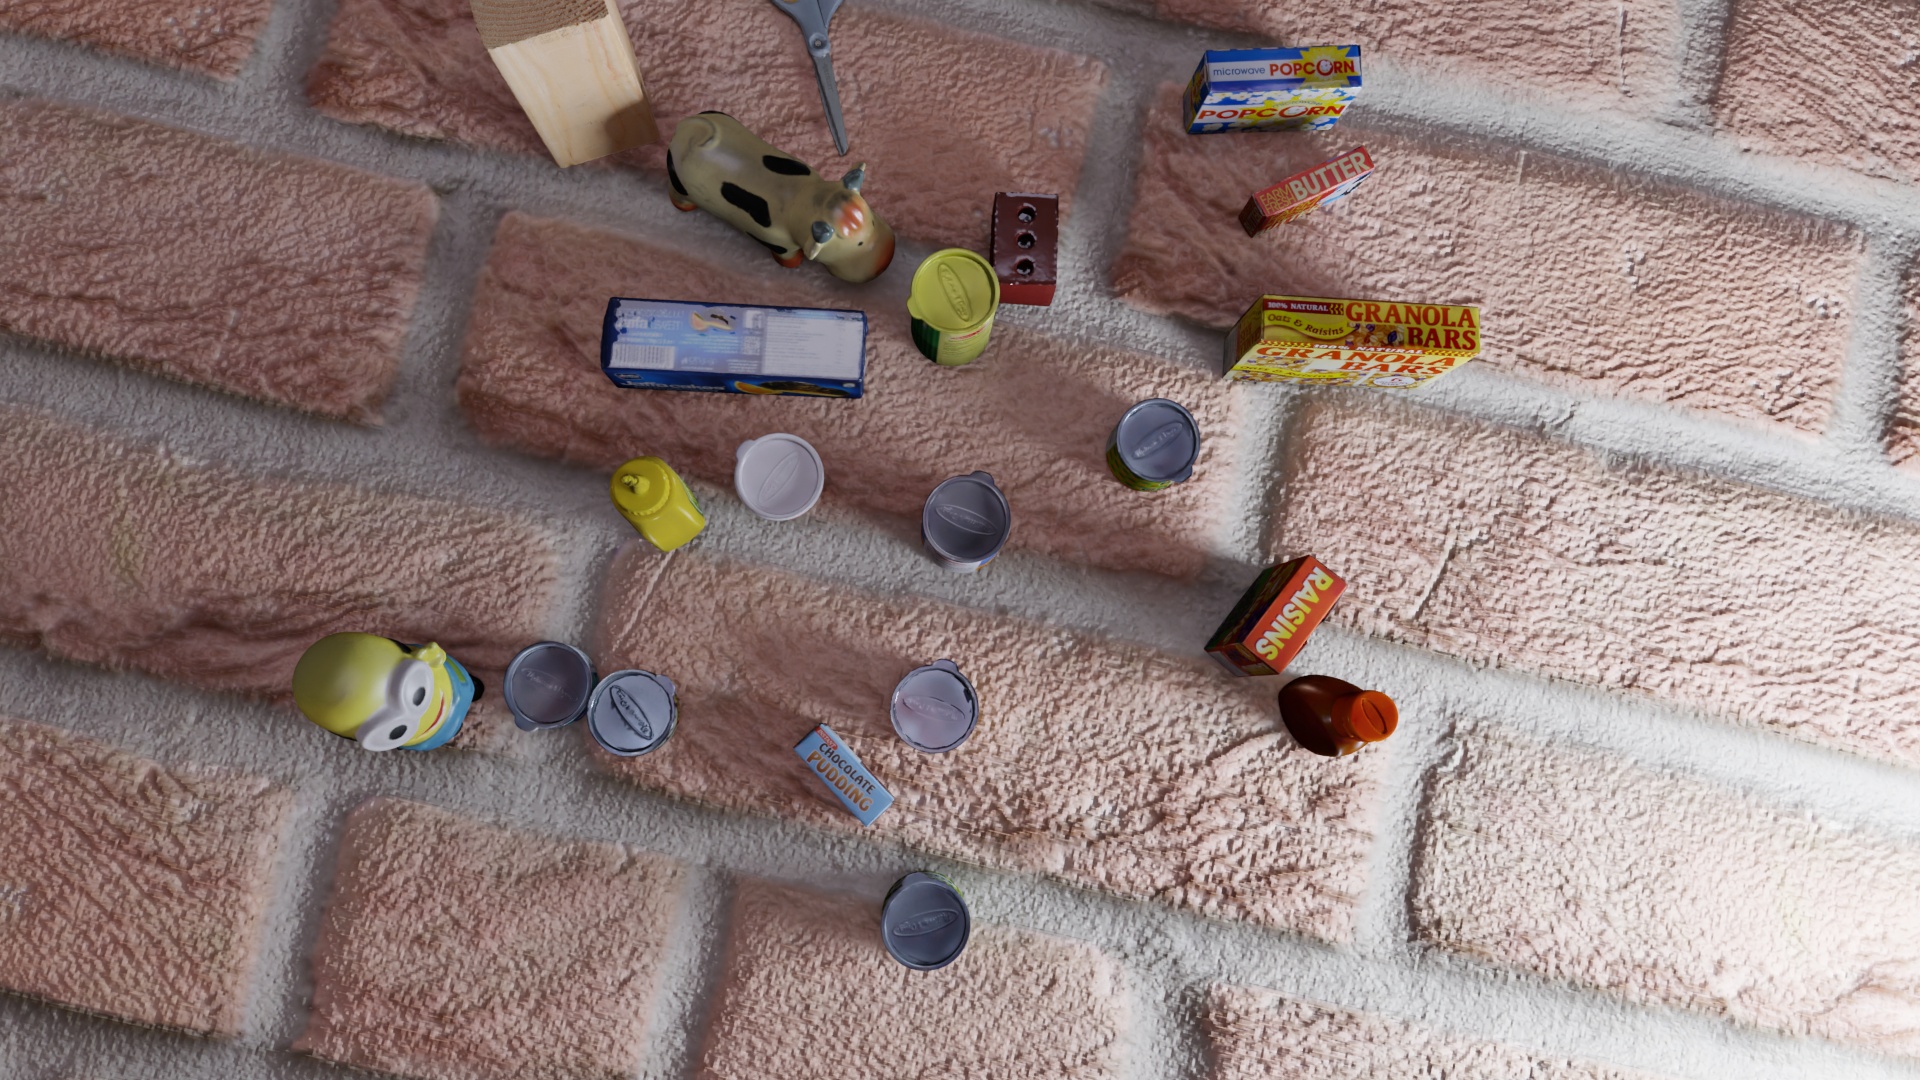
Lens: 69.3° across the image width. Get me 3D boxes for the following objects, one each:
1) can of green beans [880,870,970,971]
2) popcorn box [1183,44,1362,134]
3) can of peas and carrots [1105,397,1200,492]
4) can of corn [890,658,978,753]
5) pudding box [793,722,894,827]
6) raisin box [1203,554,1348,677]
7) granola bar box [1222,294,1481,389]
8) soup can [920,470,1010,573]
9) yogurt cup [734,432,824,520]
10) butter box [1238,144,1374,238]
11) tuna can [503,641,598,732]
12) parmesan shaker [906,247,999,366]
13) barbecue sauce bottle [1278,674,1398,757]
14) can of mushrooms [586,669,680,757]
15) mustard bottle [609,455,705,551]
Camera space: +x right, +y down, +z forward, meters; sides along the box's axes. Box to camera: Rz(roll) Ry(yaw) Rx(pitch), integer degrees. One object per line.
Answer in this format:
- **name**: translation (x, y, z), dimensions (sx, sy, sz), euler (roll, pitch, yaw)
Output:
- **can of green beans**: translation (-0.027, 0.284, 1.042), dimensions (0.071, 0.057, 0.071), euler (0, 83, -3)
- **popcorn box**: translation (0.251, -0.366, 1.129), dimensions (0.127, 0.085, 0.038), euler (-3, 83, -3)
- **can of peas and carrots**: translation (0.153, -0.072, 1.098), dimensions (0.071, 0.058, 0.071), euler (0, 83, -3)
- **can of corn**: translation (-0.020, 0.126, 1.063), dimensions (0.071, 0.058, 0.071), euler (0, 83, -3)
- **pudding box**: translation (-0.088, 0.178, 1.057), dimensions (0.030, 0.049, 0.084), euler (-44, 87, -7)
- **raisin box**: translation (0.237, 0.060, 1.052), dimensions (0.040, 0.123, 0.086), euler (39, 83, 2)
- **granola bar box**: translation (0.300, -0.154, 1.084), dimensions (0.166, 0.124, 0.039), euler (3, 83, -3)
- **soup can**: translation (0.004, -0.013, 1.070), dimensions (0.071, 0.083, 0.071), euler (0, 83, -3)
- **yogurt cup**: translation (-0.139, -0.046, 1.082), dimensions (0.072, 0.054, 0.072), euler (0, 83, -3)
- **butter box**: translation (0.282, -0.284, 1.136), dimensions (0.103, 0.053, 0.024), euler (-25, 85, -6)
- **tuna can**: translation (-0.313, 0.113, 1.062), dimensions (0.071, 0.033, 0.071), euler (0, 83, -3)
- **parmesan shaker**: translation (-0.009, -0.179, 1.081), dimensions (0.071, 0.103, 0.071), euler (0, 83, -3)
- **barbecue sauce bottle**: translation (0.281, 0.131, 1.033), dimensions (0.044, 0.148, 0.065), euler (-30, 85, -6)
- **can of mushrooms**: translation (-0.247, 0.130, 1.063), dimensions (0.071, 0.033, 0.071), euler (0, 83, -3)
- **mustard bottle**: translation (-0.226, -0.032, 1.022), dimensions (0.049, 0.160, 0.065), euler (-35, 86, -6)
